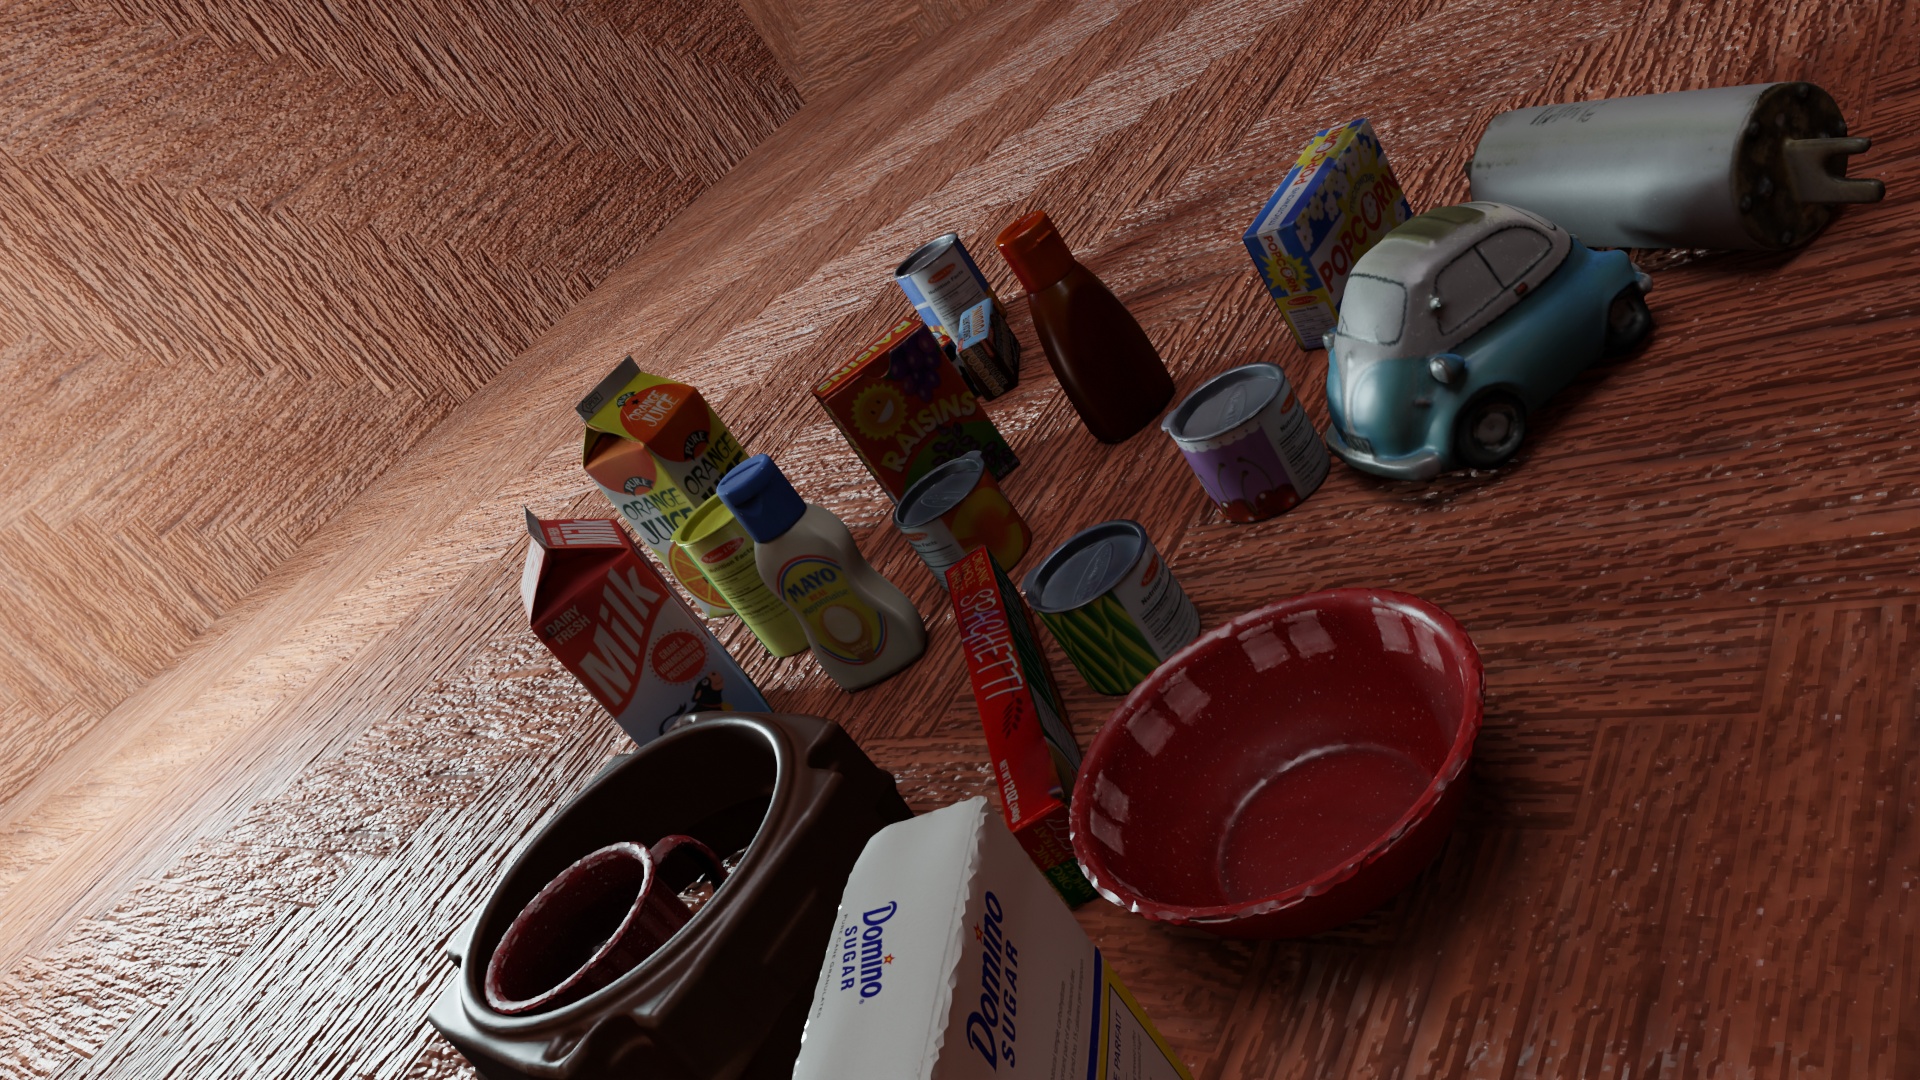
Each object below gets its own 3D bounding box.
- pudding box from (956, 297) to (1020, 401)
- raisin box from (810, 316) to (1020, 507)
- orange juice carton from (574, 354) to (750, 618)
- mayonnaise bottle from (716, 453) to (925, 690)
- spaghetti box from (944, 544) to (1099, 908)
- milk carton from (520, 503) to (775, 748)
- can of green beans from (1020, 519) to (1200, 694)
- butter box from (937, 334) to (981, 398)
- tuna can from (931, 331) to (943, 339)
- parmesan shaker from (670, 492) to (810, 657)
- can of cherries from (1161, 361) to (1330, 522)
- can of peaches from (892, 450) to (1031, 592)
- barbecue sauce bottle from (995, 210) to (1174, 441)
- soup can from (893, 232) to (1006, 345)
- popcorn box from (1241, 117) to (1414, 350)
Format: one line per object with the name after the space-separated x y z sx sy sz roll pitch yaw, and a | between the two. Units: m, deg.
0.022 -0.151 1.096 0.030 0.049 0.084 -27 25 18 | pudding box
-0.030 -0.076 0.933 0.086 0.123 0.040 -39 24 -7 | raisin box
-0.198 -0.040 1.002 0.073 0.192 0.072 -16 31 38 | orange juice carton
-0.083 0.018 0.799 0.064 0.147 0.041 -28 25 17 | mayonnaise bottle
0.029 0.076 0.666 0.028 0.050 0.251 -32 24 7 | spaghetti box
-0.195 0.057 0.822 0.073 0.190 0.072 -39 24 -8 | milk carton
0.075 0.032 0.676 0.071 0.057 0.071 -29 25 15 | can of green beans
-0.036 -0.111 1.092 0.103 0.053 0.024 -37 24 -3 | butter box
-0.033 -0.145 1.176 0.071 0.032 0.071 -29 25 15 | tuna can
-0.132 0.020 0.915 0.071 0.103 0.071 -29 24 15 | parmesan shaker
0.150 -0.051 0.731 0.071 0.058 0.072 -29 25 15 | can of cherries
0.003 -0.011 0.850 0.071 0.058 0.071 -29 25 15 | can of peaches
0.076 -0.137 0.876 0.065 0.148 0.043 -44 25 -19 | barbecue sauce bottle
-0.009 -0.216 1.214 0.071 0.083 0.072 -29 25 15 | soup can
0.228 -0.188 0.848 0.038 0.085 0.127 -8 36 47 | popcorn box
